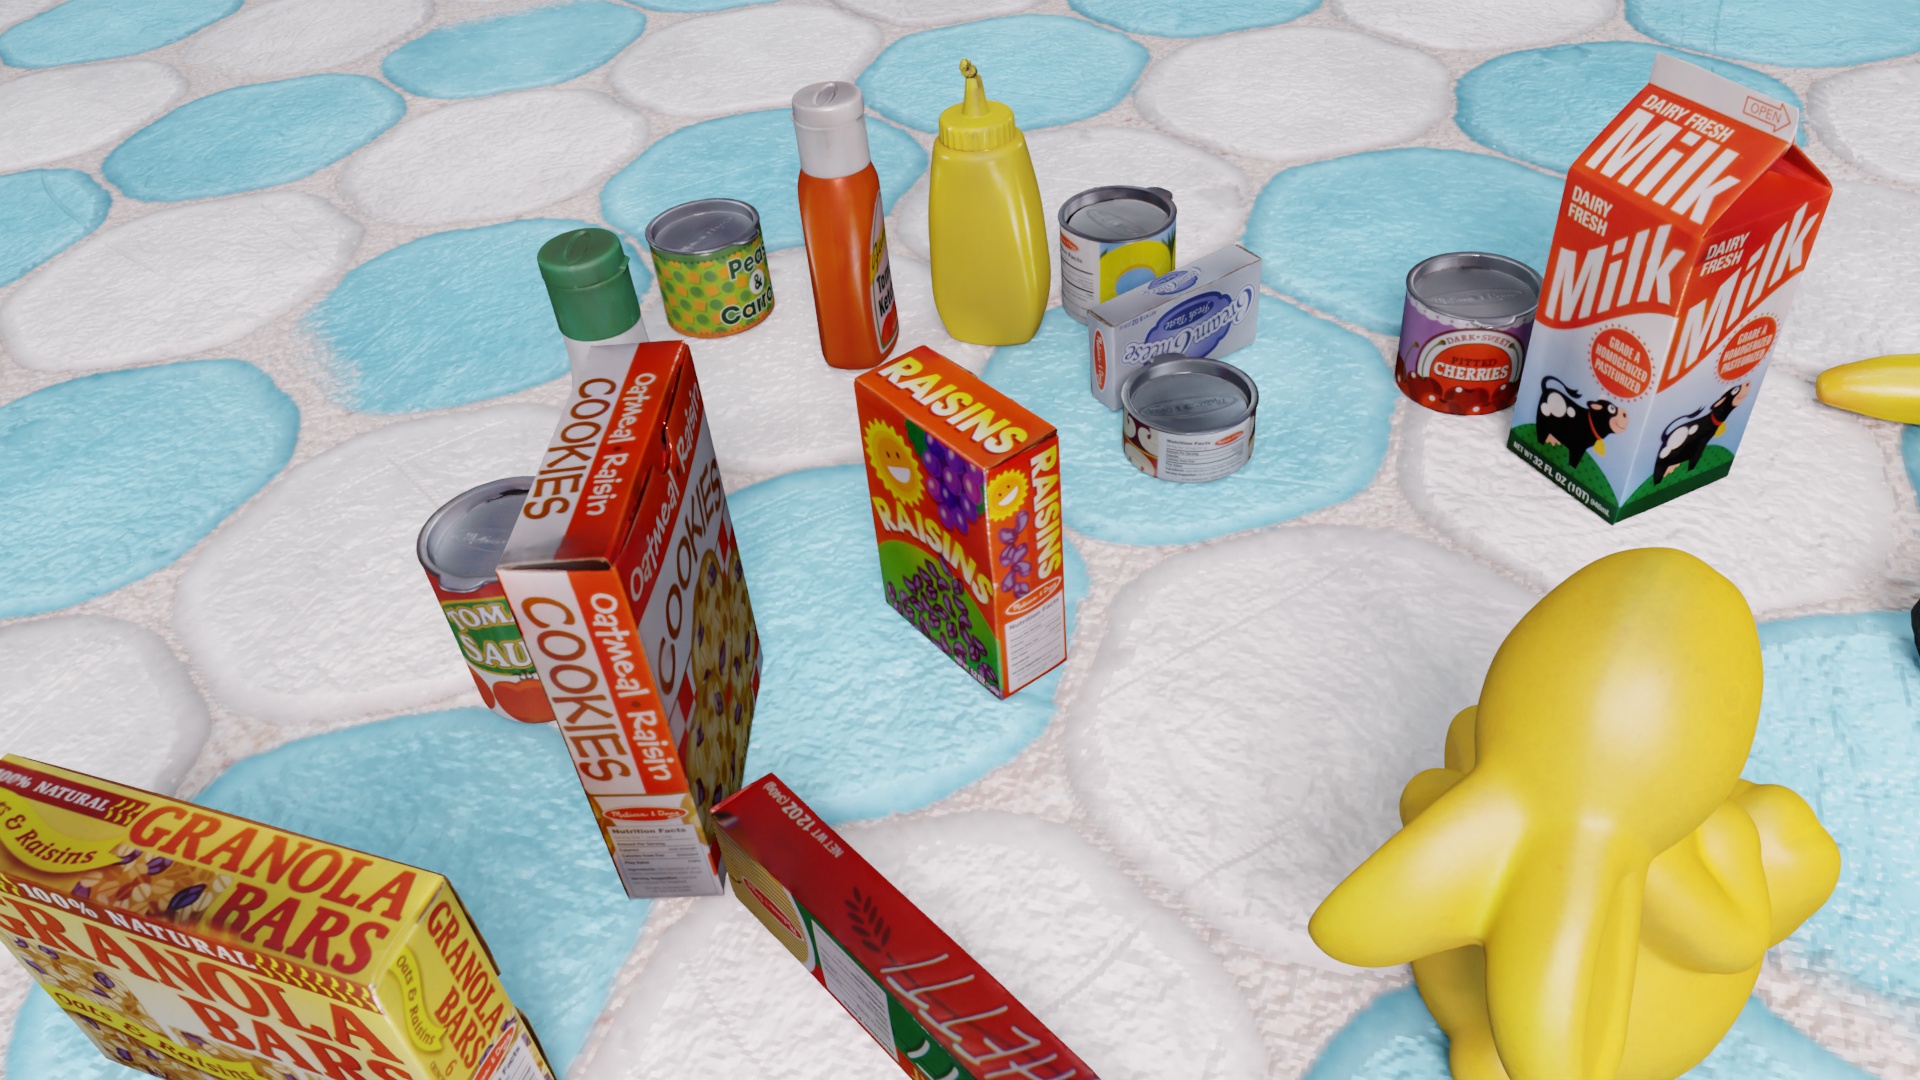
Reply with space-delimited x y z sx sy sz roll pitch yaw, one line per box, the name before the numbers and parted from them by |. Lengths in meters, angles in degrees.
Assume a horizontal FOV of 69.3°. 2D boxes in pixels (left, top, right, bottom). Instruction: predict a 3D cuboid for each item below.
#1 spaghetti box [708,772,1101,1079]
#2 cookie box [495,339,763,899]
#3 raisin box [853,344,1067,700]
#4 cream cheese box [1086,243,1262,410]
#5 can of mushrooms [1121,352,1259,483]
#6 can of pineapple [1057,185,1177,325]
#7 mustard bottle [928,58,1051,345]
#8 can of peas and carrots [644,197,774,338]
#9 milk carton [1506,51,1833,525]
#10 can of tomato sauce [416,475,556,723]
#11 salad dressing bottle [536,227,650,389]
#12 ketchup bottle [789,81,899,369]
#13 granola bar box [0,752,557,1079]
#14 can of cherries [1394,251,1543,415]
spaghetti box | 0.007 0.161 0.427 0.029 0.050 0.250 -33 47 -28
cookie box | -0.110 0.030 0.504 0.040 0.166 0.123 -3 40 4
raisin box | 0.002 -0.007 0.568 0.040 0.122 0.086 -29 46 -25
cream cheese box | 0.113 -0.113 0.733 0.104 0.053 0.024 -28 45 -24
can of mushrooms | 0.112 -0.061 0.687 0.071 0.033 0.071 -3 40 3
can of pineapple | 0.091 -0.161 0.788 0.071 0.057 0.071 -3 40 3
mustard bottle | 0.014 -0.181 0.742 0.065 0.159 0.049 6 42 13
can of peas and carrots | -0.143 -0.159 0.813 0.071 0.058 0.071 -3 40 3
milk carton | 0.304 -0.108 0.599 0.073 0.189 0.072 -20 42 -16
can of tomato sauce | -0.181 0.027 0.581 0.071 0.082 0.071 -3 40 3
salad dressing bottle | -0.158 -0.071 0.644 0.044 0.146 0.064 -3 40 3
ketchup bottle | -0.063 -0.168 0.745 0.043 0.148 0.065 1 41 8
granola bar box | -0.216 0.134 0.428 0.165 0.123 0.039 10 43 17
can of cherries | 0.256 -0.103 0.700 0.071 0.058 0.072 -3 40 3
